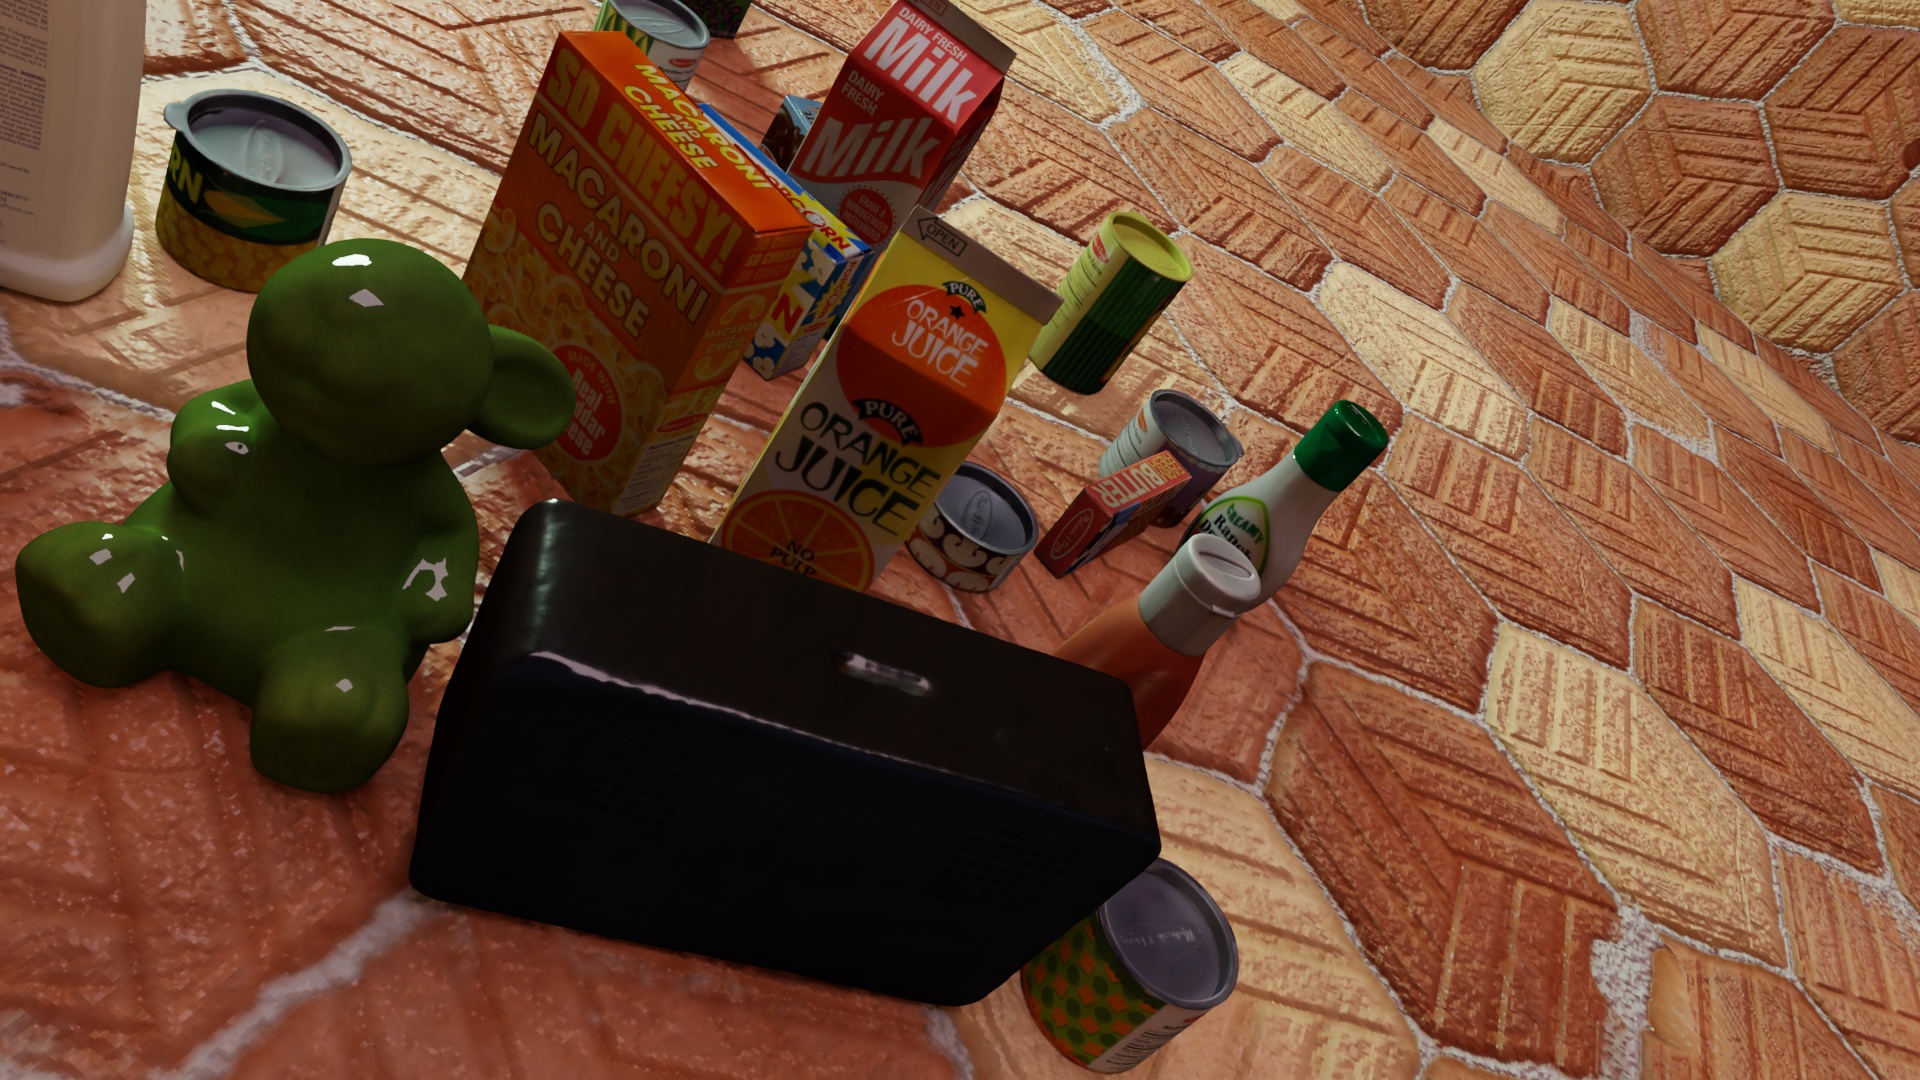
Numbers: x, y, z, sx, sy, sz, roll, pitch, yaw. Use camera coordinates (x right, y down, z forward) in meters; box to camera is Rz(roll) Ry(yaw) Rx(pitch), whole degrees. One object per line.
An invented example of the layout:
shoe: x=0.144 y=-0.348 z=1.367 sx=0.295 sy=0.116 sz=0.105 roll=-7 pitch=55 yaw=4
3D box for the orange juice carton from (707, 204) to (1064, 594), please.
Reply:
orange juice carton: x=-0.036 y=-0.051 z=0.597 sx=0.072 sy=0.191 sz=0.073 roll=31 pitch=35 yaw=-10

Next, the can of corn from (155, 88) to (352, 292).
can of corn: x=-0.303 y=-0.148 z=0.590 sx=0.071 sy=0.058 sz=0.071 roll=24 pitch=37 yaw=-19

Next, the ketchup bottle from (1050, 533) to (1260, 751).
ketchup bottle: x=0.071 y=0.059 z=0.603 sx=0.065 sy=0.148 sz=0.044 roll=20 pitch=38 yaw=-25

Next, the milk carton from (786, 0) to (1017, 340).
milk carton: x=-0.044 y=-0.213 z=0.777 sx=0.072 sy=0.189 sz=0.074 roll=37 pitch=34 yaw=-1

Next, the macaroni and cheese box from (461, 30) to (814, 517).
macaroni and cheese box: x=-0.147 y=-0.108 z=0.587 sx=0.124 sy=0.165 sz=0.040 roll=47 pitch=35 yaw=13

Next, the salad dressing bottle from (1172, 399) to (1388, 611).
salad dressing bottle: x=0.179 y=-0.017 z=0.786 sx=0.044 sy=0.147 sz=0.064 roll=-2 pitch=51 yaw=-43

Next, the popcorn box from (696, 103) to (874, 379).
popcorn box: x=-0.119 y=-0.160 z=0.742 sx=0.127 sy=0.084 sz=0.038 roll=42 pitch=35 yaw=7

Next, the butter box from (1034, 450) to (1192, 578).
butter box: x=0.088 y=-0.016 z=0.788 sx=0.024 sy=0.053 sz=0.104 roll=47 pitch=36 yaw=14

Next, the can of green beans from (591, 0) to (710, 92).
can of green beans: x=-0.197 y=-0.302 z=0.861 sx=0.071 sy=0.057 sz=0.071 roll=24 pitch=37 yaw=-19

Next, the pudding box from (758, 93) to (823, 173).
pudding box: x=-0.095 y=-0.239 z=0.886 sx=0.030 sy=0.049 sz=0.084 roll=-1 pitch=50 yaw=-42

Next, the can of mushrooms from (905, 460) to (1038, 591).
can of mushrooms: x=0.003 y=-0.009 z=0.722 sx=0.071 sy=0.033 sz=0.071 roll=24 pitch=37 yaw=-19

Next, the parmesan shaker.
parmesan shaker: x=0.095 y=-0.156 z=0.912 sx=0.071 sy=0.102 sz=0.072 roll=24 pitch=37 yaw=-19

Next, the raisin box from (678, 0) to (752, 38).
raisin box: x=-0.171 y=-0.410 z=0.952 sx=0.086 sy=0.122 sz=0.040 roll=-12 pitch=58 yaw=-48

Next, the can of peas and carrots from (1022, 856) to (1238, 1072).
can of peas and carrots: x=0.065 y=0.166 z=0.553 sx=0.071 sy=0.058 sz=0.071 roll=24 pitch=37 yaw=-19

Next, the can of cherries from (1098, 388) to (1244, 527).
can of cherries: x=0.130 y=-0.049 z=0.859 sx=0.071 sy=0.058 sz=0.072 roll=24 pitch=37 yaw=-19
